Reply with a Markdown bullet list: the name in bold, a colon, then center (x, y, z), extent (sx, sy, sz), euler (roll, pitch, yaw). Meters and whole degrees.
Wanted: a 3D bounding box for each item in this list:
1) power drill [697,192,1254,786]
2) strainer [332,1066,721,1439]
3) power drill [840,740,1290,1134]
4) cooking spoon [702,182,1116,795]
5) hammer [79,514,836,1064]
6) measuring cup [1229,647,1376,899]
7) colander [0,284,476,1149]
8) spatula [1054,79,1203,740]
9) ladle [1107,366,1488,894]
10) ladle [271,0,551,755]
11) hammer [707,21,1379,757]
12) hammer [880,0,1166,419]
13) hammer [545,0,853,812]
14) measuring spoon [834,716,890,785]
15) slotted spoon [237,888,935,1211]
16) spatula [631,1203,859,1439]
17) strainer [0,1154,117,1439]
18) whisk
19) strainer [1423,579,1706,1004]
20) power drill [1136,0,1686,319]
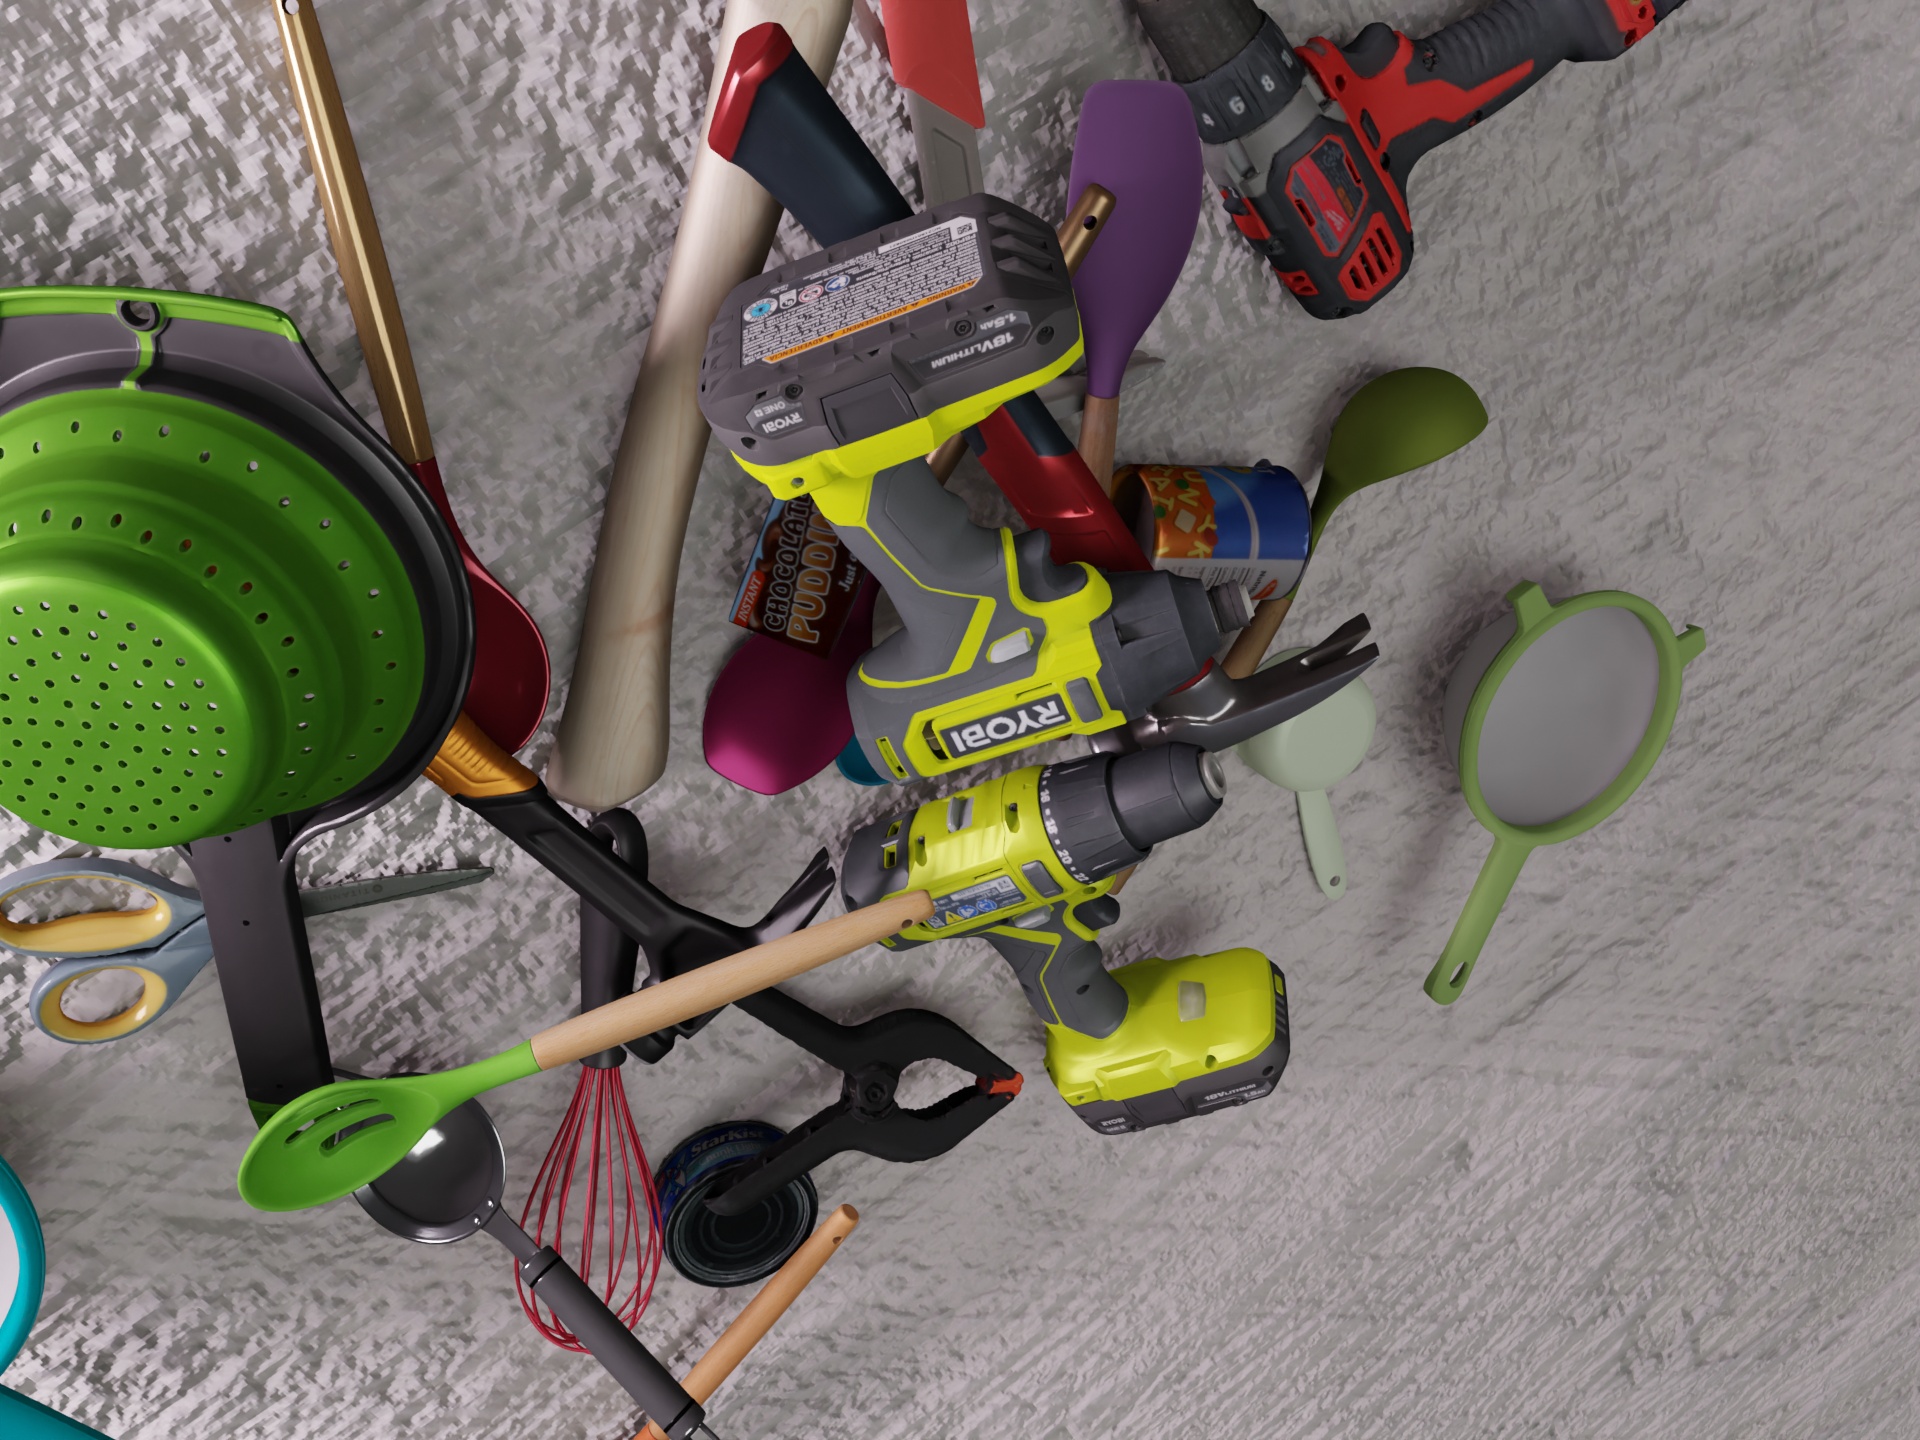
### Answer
- **power drill**: center (0.011, -0.078, 0.616), extent (0.171, 0.080, 0.223), euler (-18, 135, 11)
- **strainer**: center (-0.202, 0.250, 0.745), extent (0.258, 0.050, 0.087), euler (43, 106, 9)
- **power drill**: center (0.076, 0.107, 0.799), extent (0.190, 0.080, 0.228), euler (-21, 128, 24)
- **cooking spoon**: center (-0.024, -0.093, 0.705), extent (0.068, 0.017, 0.318), euler (28, 112, -15)
- **hammer**: center (-0.204, 0.009, 0.658), extent (0.127, 0.034, 0.336), euler (-42, 115, 7)
- **measuring cup**: center (0.202, 0.040, 0.880), extent (0.083, 0.038, 0.167), euler (-25, 118, -11)
- **colander**: center (-0.288, 0.046, 0.596), extent (0.204, 0.095, 0.396), euler (3, 121, -2)
- **spatula**: center (0.064, -0.125, 0.725), extent (0.059, 0.018, 0.315), euler (-3, 123, -14)
- **ladle**: center (0.163, -0.037, 0.822), extent (0.062, 0.078, 0.320), euler (25, 108, -10)
- **ladle**: center (-0.224, -0.128, 0.631), extent (0.069, 0.031, 0.315), euler (-12, 115, -11)
- **hammer**: center (0.039, -0.119, 0.654), extent (0.143, 0.038, 0.385), euler (-26, 129, 19)
- **hammer**: center (-0.006, -0.291, 0.644), extent (0.149, 0.037, 0.358), euler (-19, 119, -15)
- **hammer**: center (-0.119, -0.148, 0.644), extent (0.146, 0.038, 0.410), euler (14, 113, -14)
- **measuring spoon**: center (-0.001, -0.002, 0.779), extent (0.128, 0.021, 0.042), euler (-16, 124, -8)
- **slotted spoon**: center (-0.158, 0.136, 0.690), extent (0.313, 0.031, 0.070), euler (-21, 138, -5)
- **spatula**: center (-0.149, 0.381, 0.869), extent (0.081, 0.041, 0.322), euler (27, 111, -30)
- **strainer**: center (-0.444, 0.237, 0.665), extent (0.211, 0.095, 0.340), euler (-38, 124, 0)
- **whisk**: center (-0.175, 0.182, 0.776), extent (0.073, 0.073, 0.295), euler (0, 107, -23)
- **strainer**: center (0.308, 0.038, 0.908), extent (0.151, 0.069, 0.256), euler (9, 110, -29)
- **power drill**: center (0.195, -0.314, 0.699), extent (0.226, 0.080, 0.187), euler (-42, 122, 3)
